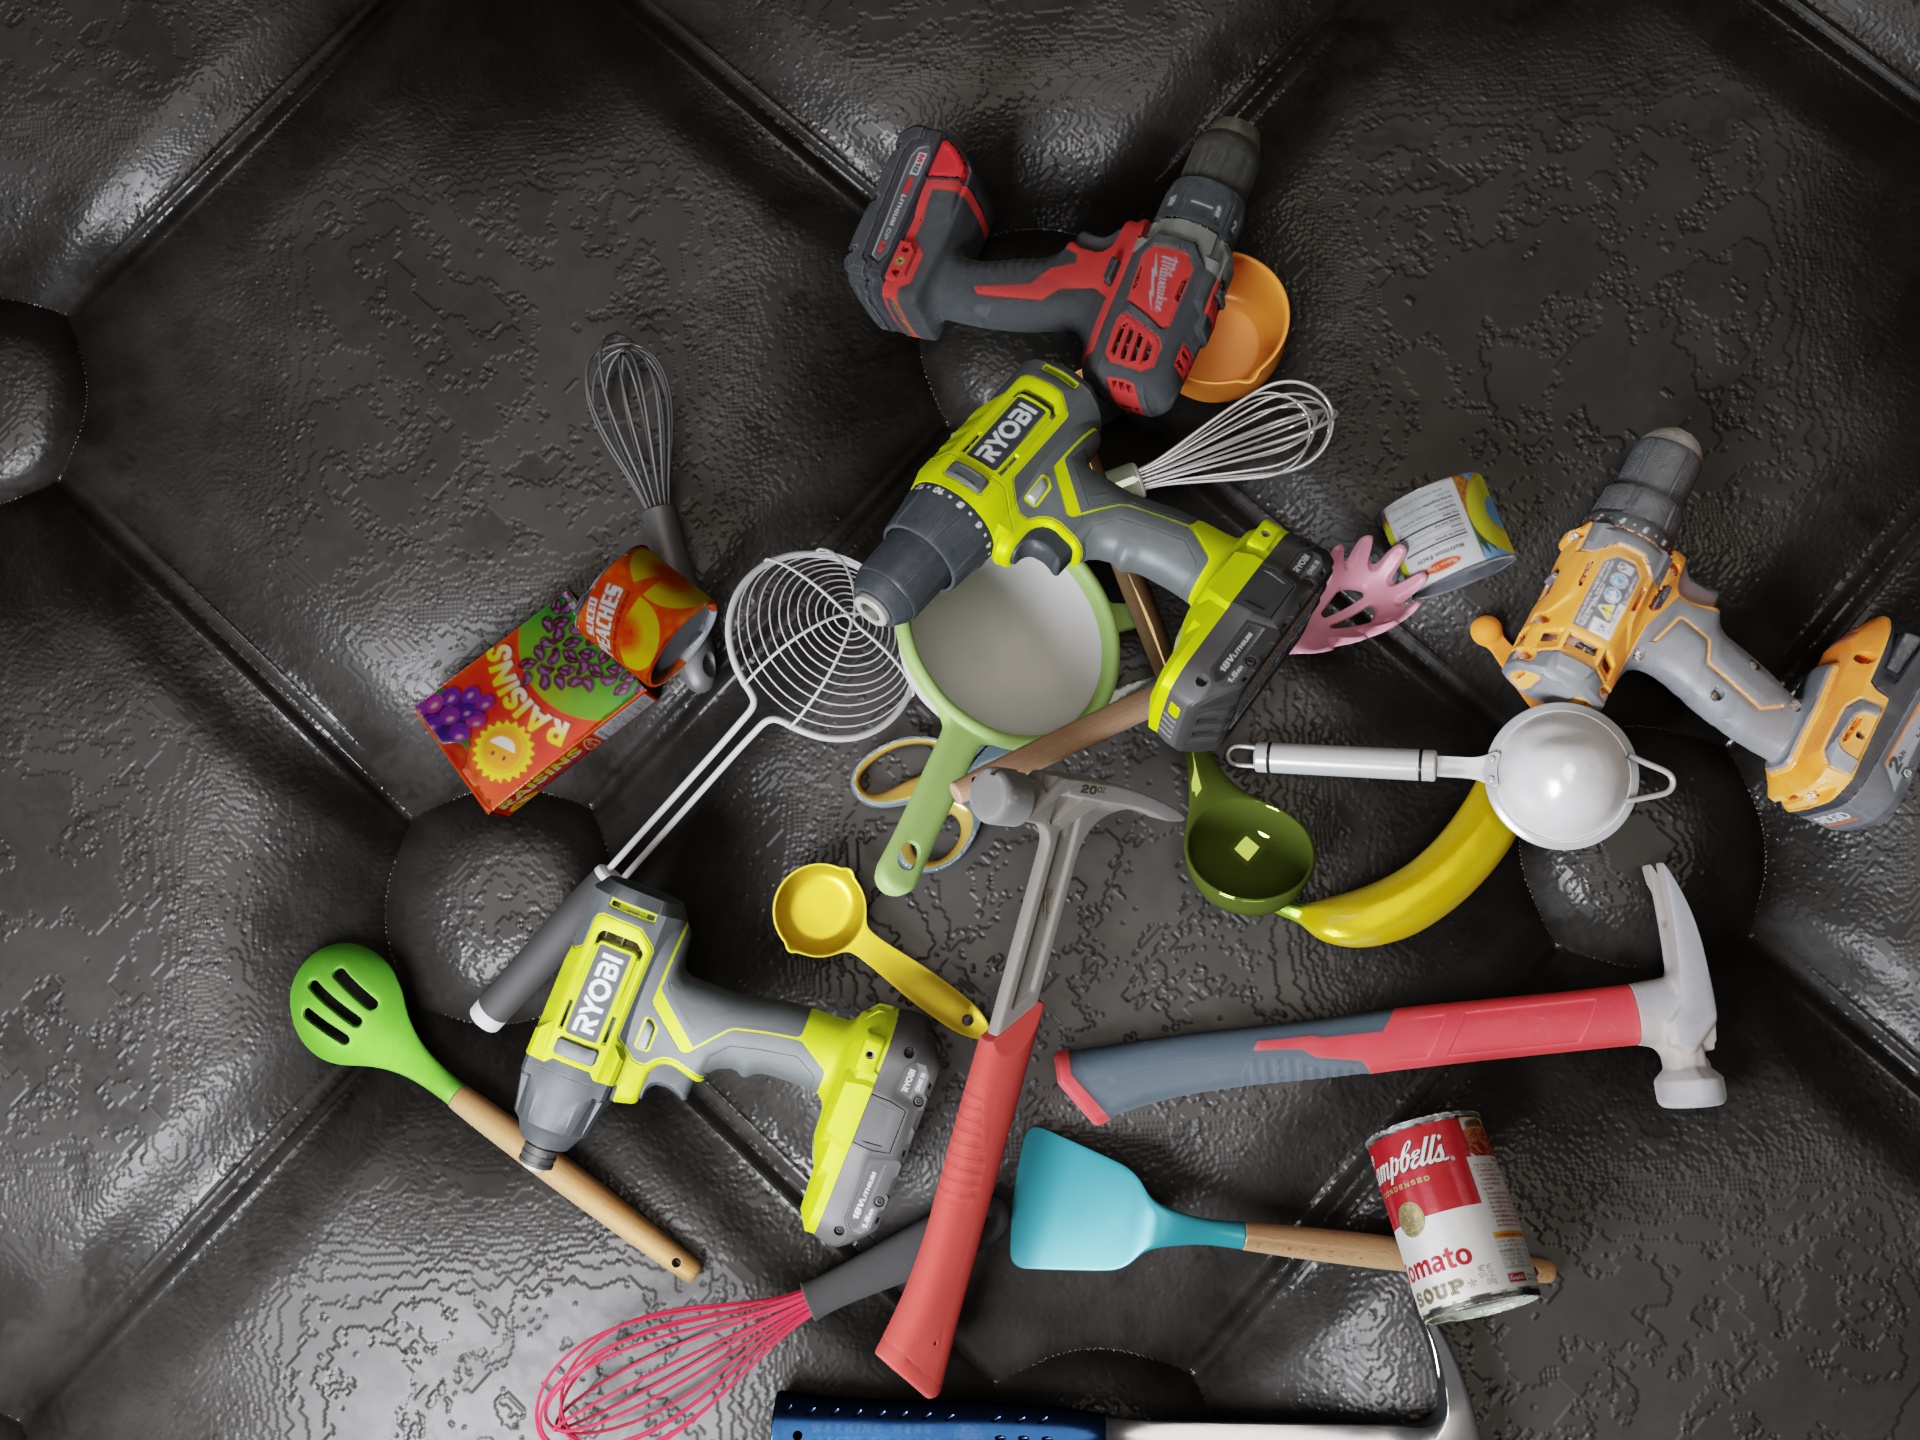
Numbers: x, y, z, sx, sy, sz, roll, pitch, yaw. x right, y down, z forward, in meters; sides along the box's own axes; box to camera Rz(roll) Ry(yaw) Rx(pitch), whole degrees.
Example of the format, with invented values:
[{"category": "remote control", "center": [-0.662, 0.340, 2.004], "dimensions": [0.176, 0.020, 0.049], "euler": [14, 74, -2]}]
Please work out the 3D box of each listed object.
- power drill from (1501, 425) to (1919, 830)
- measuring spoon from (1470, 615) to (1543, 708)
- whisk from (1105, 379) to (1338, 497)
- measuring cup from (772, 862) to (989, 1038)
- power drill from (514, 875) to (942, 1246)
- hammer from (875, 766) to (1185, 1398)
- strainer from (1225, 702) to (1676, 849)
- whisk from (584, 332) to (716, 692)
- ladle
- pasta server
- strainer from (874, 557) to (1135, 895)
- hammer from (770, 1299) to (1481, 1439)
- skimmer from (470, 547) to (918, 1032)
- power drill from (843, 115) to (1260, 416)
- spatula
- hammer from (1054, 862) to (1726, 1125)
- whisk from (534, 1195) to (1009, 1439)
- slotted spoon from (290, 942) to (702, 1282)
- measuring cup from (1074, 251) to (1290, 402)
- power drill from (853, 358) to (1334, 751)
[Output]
[{"category": "power drill", "center": [0.465, -0.058, 0.952], "dimensions": [0.226, 0.084, 0.185], "euler": [28, 82, 8]}, {"category": "measuring spoon", "center": [0.359, -0.019, 0.985], "dimensions": [0.021, 0.011, 0.117], "euler": [-37, 81, -3]}, {"category": "whisk", "center": [0.120, -0.153, 1.002], "dimensions": [0.246, 0.059, 0.057], "euler": [-20, 108, 3]}, {"category": "measuring cup", "center": [-0.047, 0.145, 0.976], "dimensions": [0.156, 0.029, 0.062], "euler": [37, 84, -4]}, {"category": "power drill", "center": [-0.137, 0.209, 0.923], "dimensions": [0.223, 0.080, 0.171], "euler": [22, 86, -1]}, {"category": "hammer", "center": [0.026, 0.205, 0.902], "dimensions": [0.037, 0.149, 0.359], "euler": [18, 95, 47]}, {"category": "strainer", "center": [0.286, 0.028, 0.944], "dimensions": [0.258, 0.050, 0.087], "euler": [3, 83, 20]}, {"category": "whisk", "center": [-0.193, -0.133, 1.012], "dimensions": [0.055, 0.055, 0.239], "euler": [-15, 84, 0]}, {"category": "ladle", "center": [0.128, -0.035, 0.958], "dimensions": [0.078, 0.062, 0.320], "euler": [-20, 87, -17]}, {"category": "pasta server", "center": [0.134, -0.025, 0.922], "dimensions": [0.316, 0.040, 0.060], "euler": [-25, 69, -18]}, {"category": "strainer", "center": [-0.002, -0.003, 0.945], "dimensions": [0.151, 0.069, 0.256], "euler": [32, 62, -14]}, {"category": "hammer", "center": [0.094, 0.408, 0.918], "dimensions": [0.405, 0.035, 0.144], "euler": [0, 81, 3]}, {"category": "skimmer", "center": [-0.171, 0.048, 0.989], "dimensions": [0.127, 0.090, 0.363], "euler": [42, 95, -6]}, {"category": "power drill", "center": [0.063, -0.300, 0.981], "dimensions": [0.227, 0.080, 0.188], "euler": [20, 82, 21]}, {"category": "spatula", "center": [0.190, 0.303, 0.938], "dimensions": [0.317, 0.044, 0.082], "euler": [8, 82, -1]}, {"category": "hammer", "center": [0.247, 0.175, 0.947], "dimensions": [0.386, 0.038, 0.143], "euler": [-6, 80, 1]}, {"category": "whisk", "center": [-0.106, 0.348, 0.928], "dimensions": [0.296, 0.073, 0.073], "euler": [-23, 81, -8]}, {"category": "slotted spoon", "center": [-0.284, 0.241, 0.966], "dimensions": [0.314, 0.031, 0.070], "euler": [35, 84, 6]}, {"category": "measuring cup", "center": [0.125, -0.227, 1.012], "dimensions": [0.173, 0.052, 0.095], "euler": [-26, 79, 6]}, {"category": "power drill", "center": [0.071, -0.084, 0.892], "dimensions": [0.228, 0.080, 0.190], "euler": [33, 66, 15]}]
